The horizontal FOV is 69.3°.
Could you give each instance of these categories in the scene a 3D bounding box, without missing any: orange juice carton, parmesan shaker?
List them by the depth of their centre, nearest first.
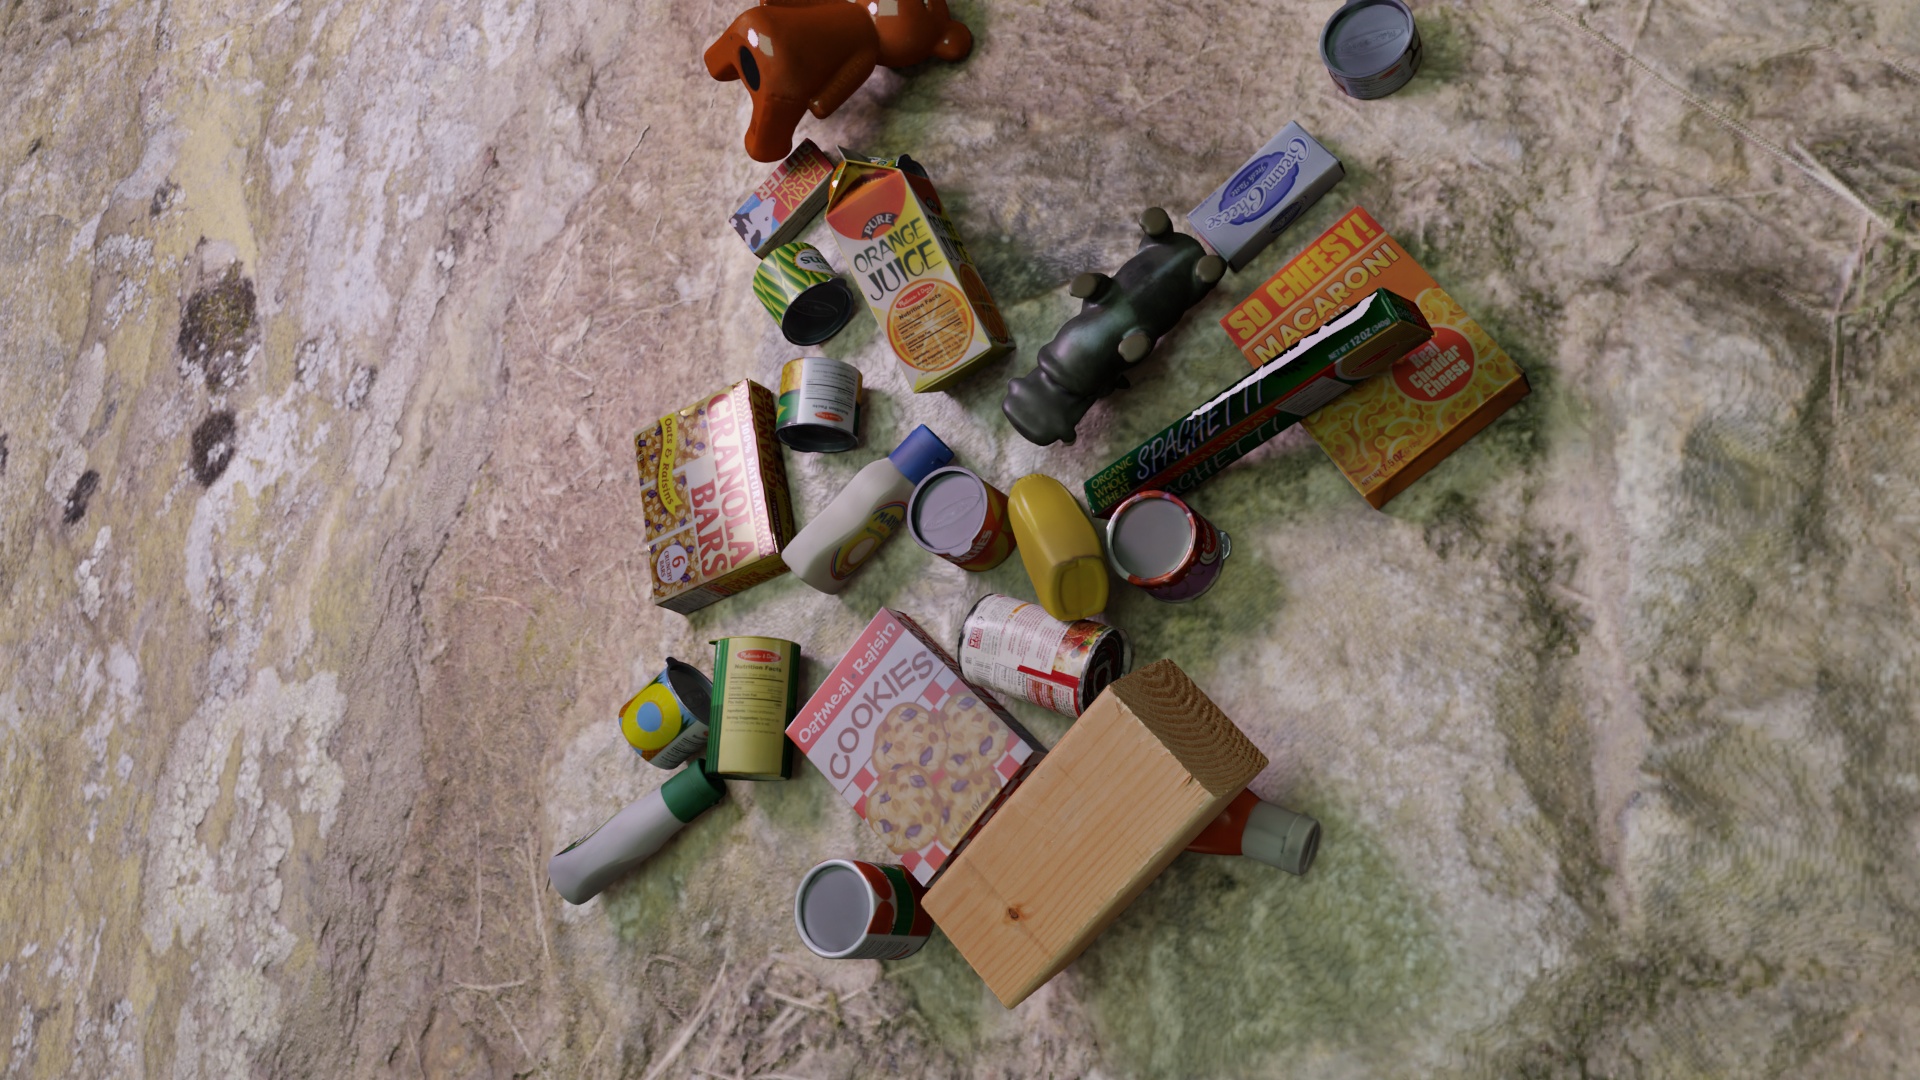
[{"bbox_3d":[-0.039,-0.213,1.059,0.073,0.072,0.192,-28,88,19],"label":"orange juice carton"},{"bbox_3d":[-0.161,0.129,1.060,0.071,0.071,0.103,-6,72,27],"label":"parmesan shaker"}]

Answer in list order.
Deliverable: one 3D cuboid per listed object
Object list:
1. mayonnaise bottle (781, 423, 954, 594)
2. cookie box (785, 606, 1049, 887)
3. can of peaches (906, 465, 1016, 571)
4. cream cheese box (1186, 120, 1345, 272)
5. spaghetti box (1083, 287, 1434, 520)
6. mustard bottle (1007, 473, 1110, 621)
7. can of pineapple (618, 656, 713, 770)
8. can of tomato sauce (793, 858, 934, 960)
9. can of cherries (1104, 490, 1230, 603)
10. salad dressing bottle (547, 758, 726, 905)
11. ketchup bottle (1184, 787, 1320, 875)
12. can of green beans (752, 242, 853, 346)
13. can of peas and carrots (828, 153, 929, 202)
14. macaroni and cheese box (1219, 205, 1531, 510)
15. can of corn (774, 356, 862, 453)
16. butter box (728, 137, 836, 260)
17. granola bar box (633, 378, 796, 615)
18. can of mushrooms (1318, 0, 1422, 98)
[{"bbox_3d":[-0.068,-0.025,1.064,0.148,0.064,0.041,-46,62,5],"label":"mayonnaise bottle"},{"bbox_3d":[-0.033,0.146,1.002,0.168,0.040,0.123,41,96,31],"label":"cookie box"},{"bbox_3d":[0.004,-0.013,1.022,0.071,0.058,0.071,-9,71,26],"label":"can of peaches"},{"bbox_3d":[0.218,-0.248,0.998,0.103,0.024,0.053,-42,60,11],"label":"cream cheese box"},{"bbox_3d":[0.187,-0.081,0.909,0.249,0.050,0.029,-34,63,34],"label":"spaghetti box"},{"bbox_3d":[0.063,-0.008,0.973,0.049,0.065,0.161,-10,33,-6],"label":"mustard bottle"},{"bbox_3d":[-0.227,0.137,1.095,0.058,0.071,0.071,-41,60,12],"label":"can of pineapple"},{"bbox_3d":[-0.067,0.254,0.960,0.071,0.083,0.071,-9,71,26],"label":"can of tomato sauce"},{"bbox_3d":[0.140,0.003,0.941,0.071,0.058,0.071,-9,71,27],"label":"can of cherries"},{"bbox_3d":[-0.251,0.226,1.086,0.147,0.064,0.044,-36,79,5],"label":"salad dressing bottle"},{"bbox_3d":[0.153,0.171,0.889,0.149,0.043,0.064,16,92,31],"label":"ketchup bottle"},{"bbox_3d":[-0.131,-0.205,1.152,0.071,0.071,0.058,-42,59,11],"label":"can of green beans"},{"bbox_3d":[-0.066,-0.283,1.139,0.059,0.071,0.071,15,82,32],"label":"can of peas and carrots"},{"bbox_3d":[0.270,-0.122,0.921,0.123,0.040,0.167,-40,60,13],"label":"macaroni and cheese box"},{"bbox_3d":[-0.114,-0.107,1.113,0.071,0.071,0.058,-5,72,28],"label":"can of corn"},{"bbox_3d":[-0.152,-0.298,1.218,0.103,0.024,0.053,-44,59,10],"label":"butter box"},{"bbox_3d":[-0.205,-0.037,1.155,0.124,0.039,0.166,-22,65,21],"label":"granola bar box"},{"bbox_3d":[0.291,-0.352,0.987,0.071,0.033,0.071,-9,71,27],"label":"can of mushrooms"}]
